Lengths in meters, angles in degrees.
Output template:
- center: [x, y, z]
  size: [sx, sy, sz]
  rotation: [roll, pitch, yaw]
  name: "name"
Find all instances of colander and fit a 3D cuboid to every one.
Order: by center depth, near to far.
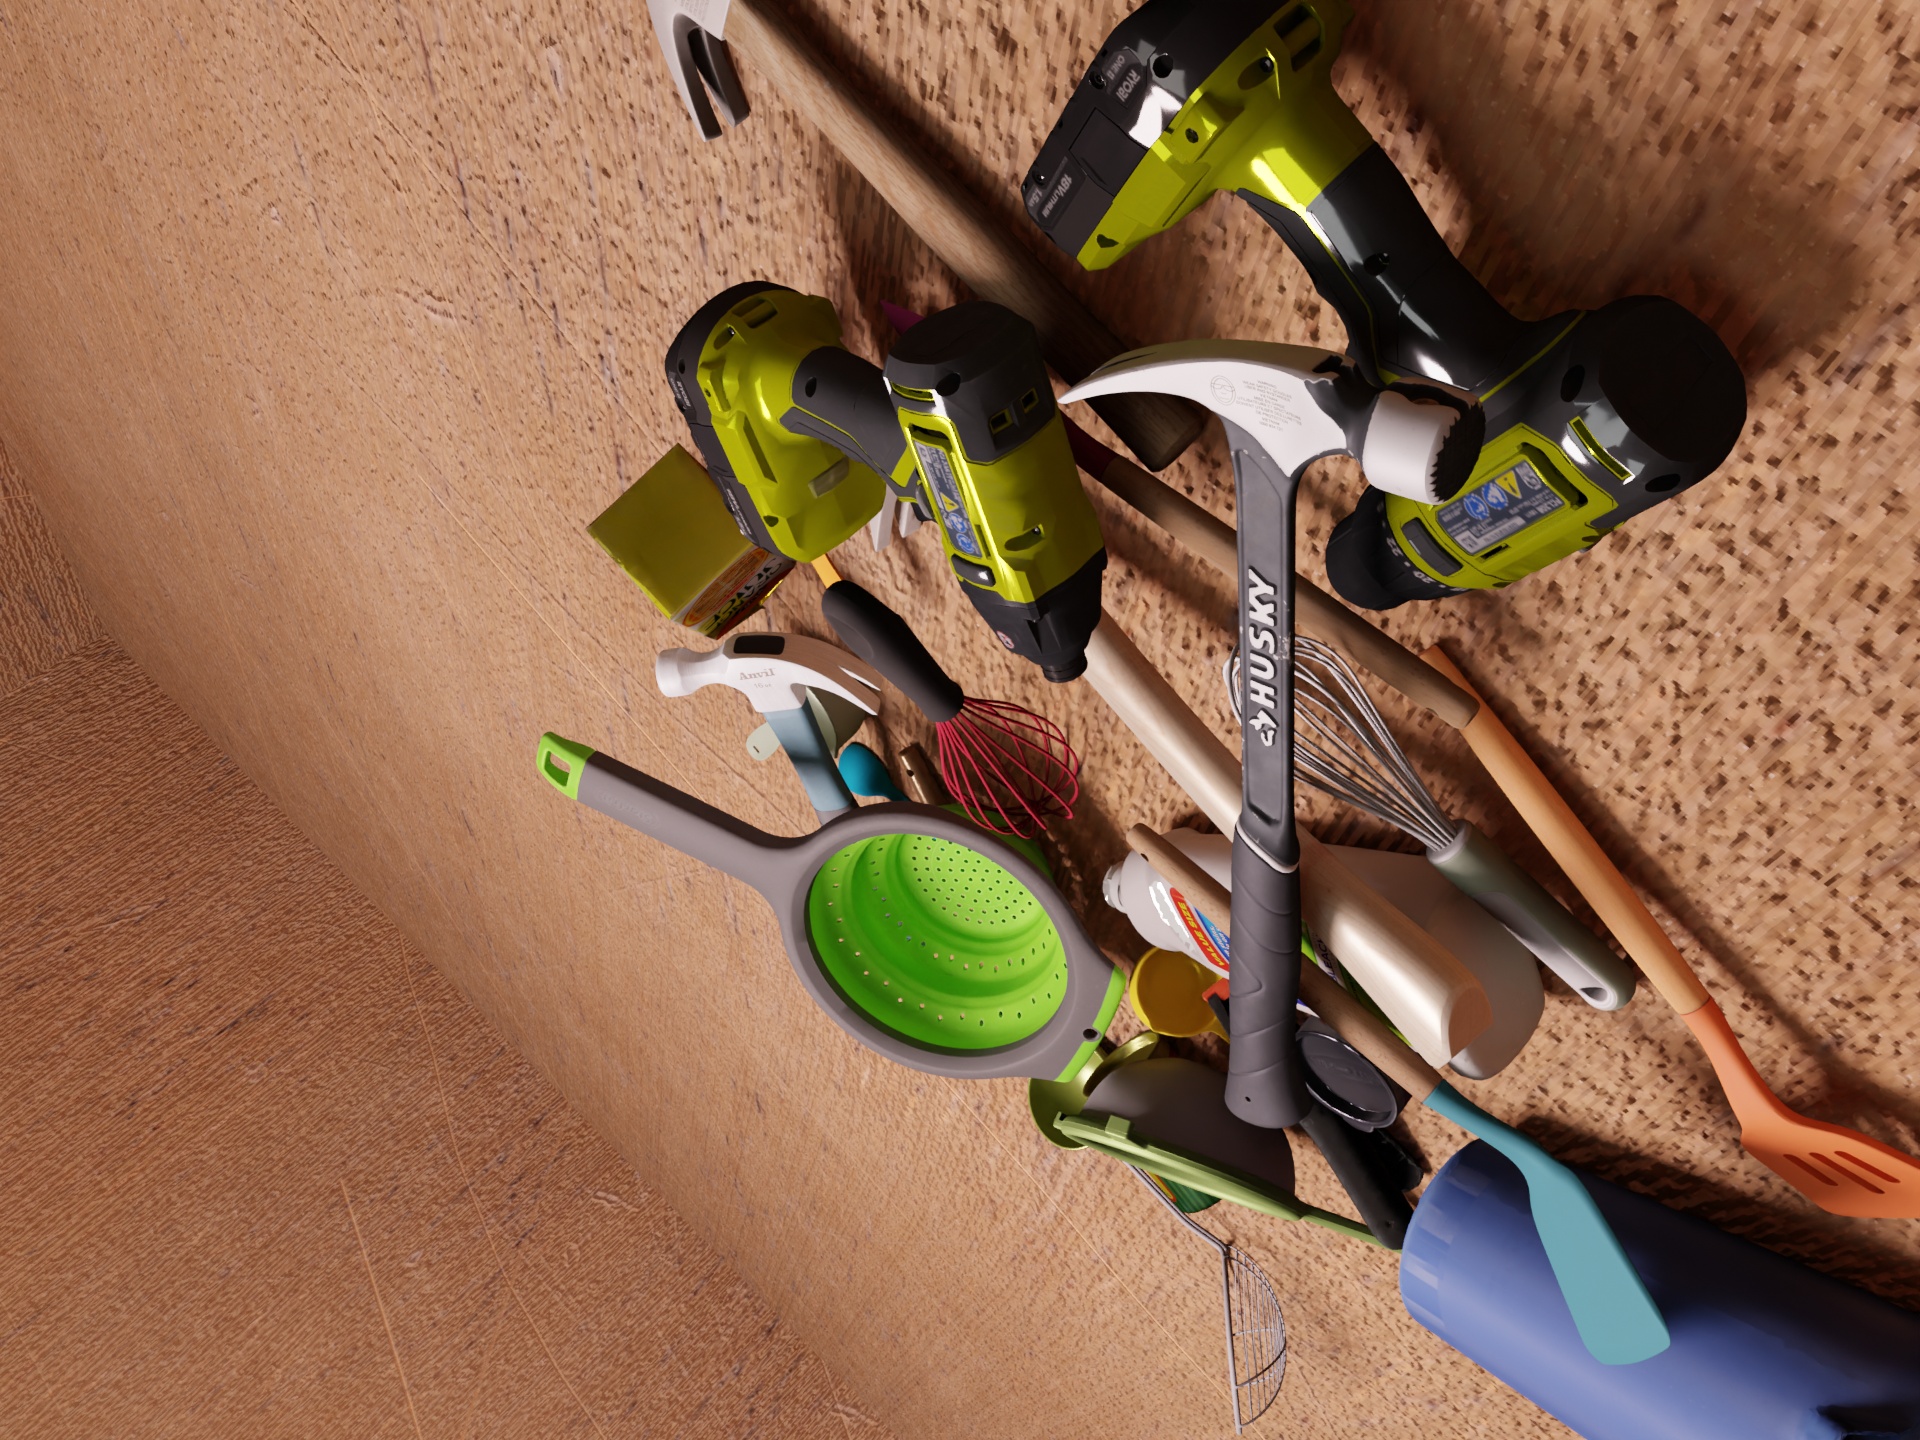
- center: [-0.078, 0.086, 1.018]
  size: [0.397, 0.094, 0.204]
  rotation: [26, 126, 5]
  name: "colander"

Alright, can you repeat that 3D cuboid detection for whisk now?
- center: [0.205, 0.048, 0.685]
  size: [0.246, 0.059, 0.058]
  rotation: [40, 150, -12]
  name: "whisk"
- center: [-0.001, -0.003, 0.827]
  size: [0.073, 0.073, 0.295]
  rotation: [30, 172, 30]
  name: "whisk"

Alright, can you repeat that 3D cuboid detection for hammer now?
- center: [0.119, 0.033, 0.642]
  size: [0.149, 0.036, 0.408]
  rotation: [26, 141, 34]
  name: "hammer"
- center: [-0.020, -0.234, 0.702]
  size: [0.331, 0.031, 0.130]
  rotation: [46, 151, 4]
  name: "hammer"
- center: [0.089, -0.002, 0.757]
  size: [0.411, 0.038, 0.146]
  rotation: [50, 155, 20]
  name: "hammer"
- center: [-0.083, 0.062, 1.072]
  size: [0.128, 0.033, 0.330]
  rotation: [-7, 137, 14]
  name: "hammer"

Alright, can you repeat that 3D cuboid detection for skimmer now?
- center: [0.110, 0.355, 1.179]
  size: [0.363, 0.090, 0.127]
  rotation: [46, -177, 9]
  name: "skimmer"

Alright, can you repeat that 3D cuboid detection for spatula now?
- center: [0.299, 0.095, 0.673]
  size: [0.322, 0.041, 0.081]
  rotation: [53, 152, 1]
  name: "spatula"
- center: [0.191, 0.160, 0.734]
  size: [0.318, 0.044, 0.082]
  rotation: [41, 159, 18]
  name: "spatula"

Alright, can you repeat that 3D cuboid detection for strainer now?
- center: [0.190, 0.261, 0.958]
  size: [0.256, 0.069, 0.151]
  rotation: [21, 165, -4]
  name: "strainer"

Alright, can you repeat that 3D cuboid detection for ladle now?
- center: [0.028, 0.160, 1.093]
  size: [0.078, 0.062, 0.320]
  rotation: [-12, 114, 39]
  name: "ladle"

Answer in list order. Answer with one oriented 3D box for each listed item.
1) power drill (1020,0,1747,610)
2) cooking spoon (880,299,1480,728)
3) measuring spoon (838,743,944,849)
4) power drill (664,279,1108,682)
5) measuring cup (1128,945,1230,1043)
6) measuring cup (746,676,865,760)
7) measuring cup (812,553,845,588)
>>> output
- center: [0.132, -0.139, 0.560]
  size: [0.228, 0.080, 0.190]
  rotation: [47, 160, -2]
  name: "power drill"
- center: [0.084, -0.094, 0.683]
  size: [0.319, 0.017, 0.068]
  rotation: [38, 180, 19]
  name: "cooking spoon"
- center: [-0.041, 0.069, 1.109]
  size: [0.128, 0.021, 0.042]
  rotation: [44, 151, 8]
  name: "measuring spoon"
- center: [-0.030, -0.111, 0.718]
  size: [0.223, 0.080, 0.171]
  rotation: [28, 149, 46]
  name: "power drill"
- center: [0.167, 0.191, 0.954]
  size: [0.156, 0.062, 0.029]
  rotation: [39, 164, -4]
  name: "measuring cup"
- center: [-0.114, -0.005, 1.107]
  size: [0.083, 0.038, 0.167]
  rotation: [50, 153, -3]
  name: "measuring cup"
- center: [-0.068, -0.114, 0.895]
  size: [0.095, 0.052, 0.173]
  rotation: [4, 130, 52]
  name: "measuring cup"
